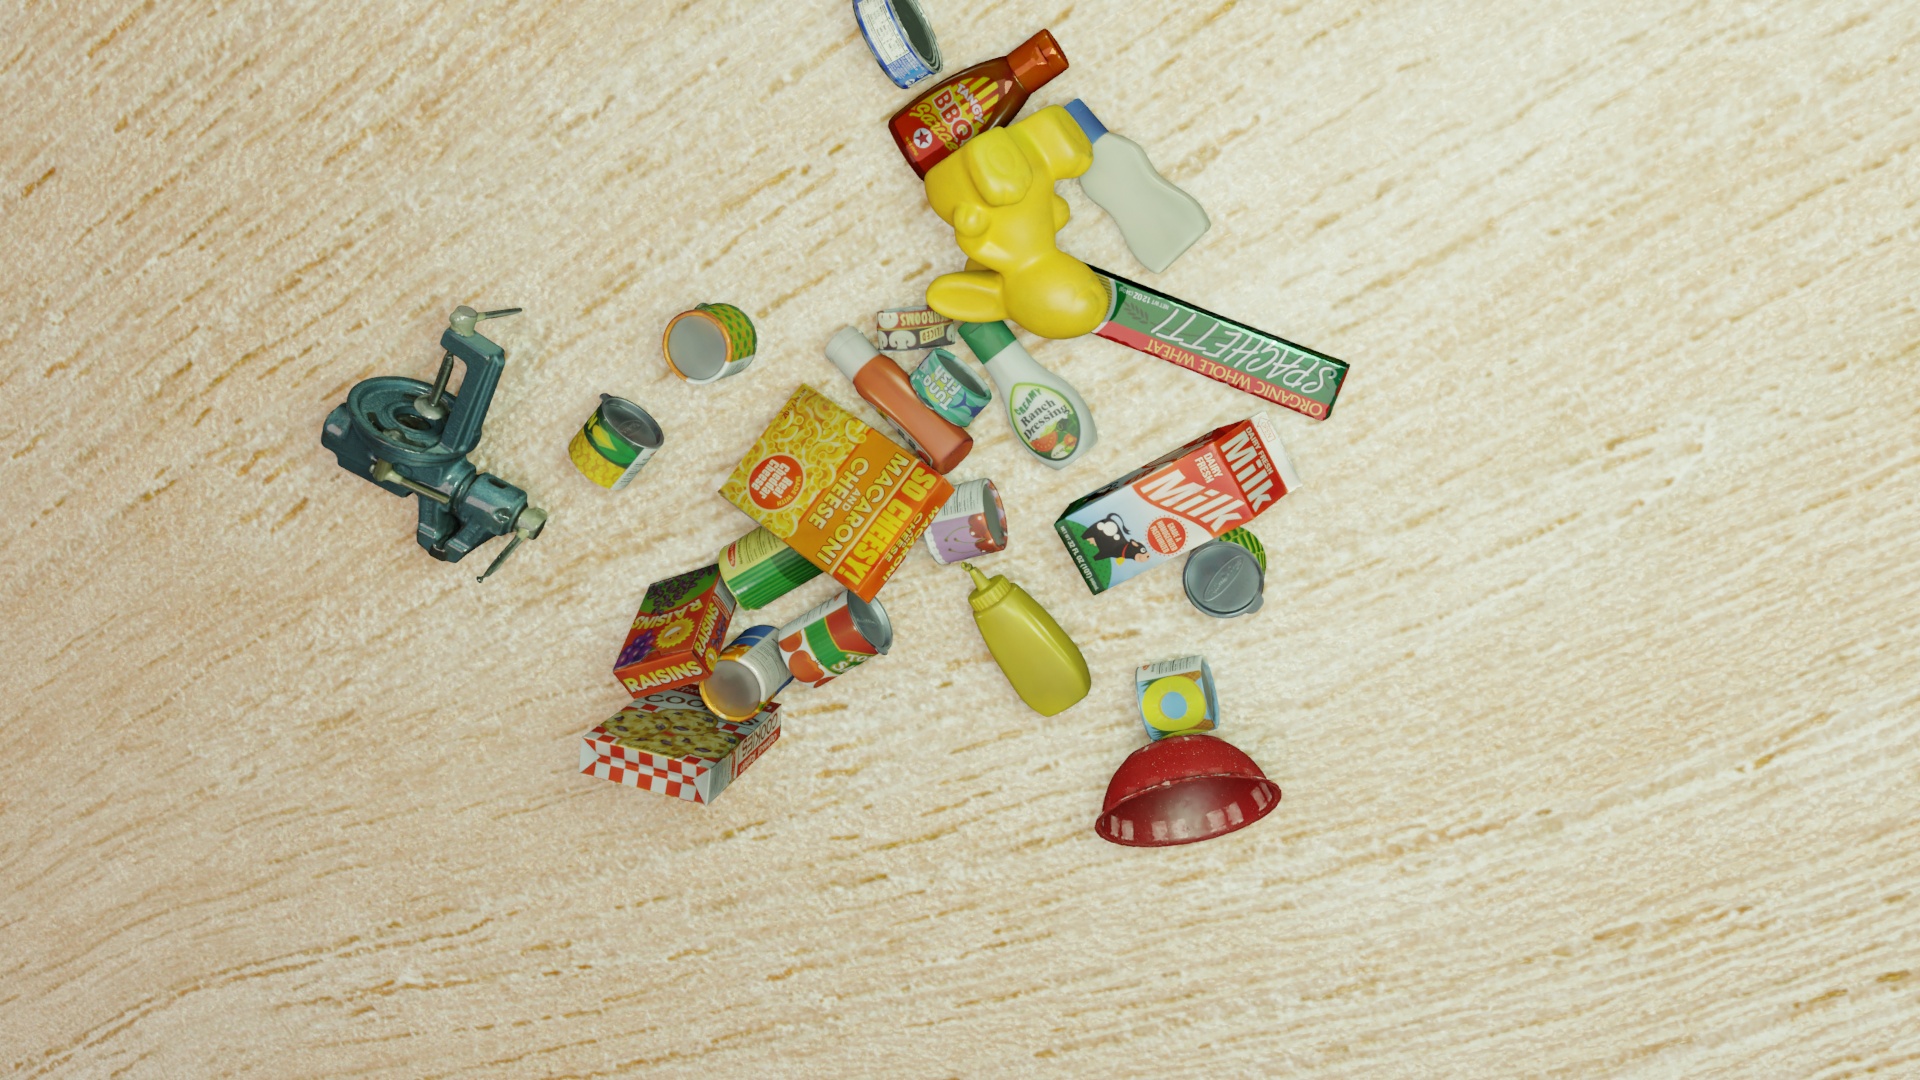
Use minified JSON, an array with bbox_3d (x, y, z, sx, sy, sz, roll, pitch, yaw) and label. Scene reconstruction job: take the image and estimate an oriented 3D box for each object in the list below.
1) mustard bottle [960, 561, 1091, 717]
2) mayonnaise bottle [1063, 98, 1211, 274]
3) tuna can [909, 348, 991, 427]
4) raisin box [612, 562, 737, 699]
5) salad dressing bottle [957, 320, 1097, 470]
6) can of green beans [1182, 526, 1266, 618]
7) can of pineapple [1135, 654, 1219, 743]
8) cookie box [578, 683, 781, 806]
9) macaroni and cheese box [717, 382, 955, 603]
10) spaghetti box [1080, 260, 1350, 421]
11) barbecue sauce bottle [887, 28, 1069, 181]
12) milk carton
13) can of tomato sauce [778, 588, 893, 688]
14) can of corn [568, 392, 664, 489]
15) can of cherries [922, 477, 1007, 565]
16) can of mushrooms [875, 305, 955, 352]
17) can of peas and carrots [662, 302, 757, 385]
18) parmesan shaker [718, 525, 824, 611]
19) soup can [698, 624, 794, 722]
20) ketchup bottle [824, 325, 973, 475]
[{"bbox_3d":[0.051,0.079,1.218,0.065,0.049,0.160,-31,103,19],"label":"mustard bottle"},{"bbox_3d":[0.131,-0.286,1.109,0.064,0.041,0.148,-41,90,25],"label":"mayonnaise bottle"},{"bbox_3d":[-0.009,-0.130,1.173,0.071,0.071,0.032,43,110,0],"label":"tuna can"},{"bbox_3d":[-0.256,0.081,1.267,0.086,0.124,0.040,-16,125,19],"label":"raisin box"},{"bbox_3d":[0.055,-0.129,1.170,0.064,0.044,0.147,-36,93,22],"label":"salad dressing bottle"},{"bbox_3d":[0.221,0.025,1.161,0.071,0.058,0.071,4,106,14],"label":"can of green beans"},{"bbox_3d":[0.188,0.137,1.196,0.058,0.071,0.071,-14,101,18],"label":"can of pineapple"},{"bbox_3d":[-0.252,0.181,1.273,0.123,0.168,0.040,11,105,12],"label":"cookie box"},{"bbox_3d":[-0.106,-0.042,1.188,0.167,0.040,0.124,34,83,24],"label":"macaroni and cheese box"},{"bbox_3d":[0.191,-0.165,1.132,0.250,0.029,0.050,23,110,8],"label":"spaghetti box"},{"bbox_3d":[0.017,-0.354,1.119,0.148,0.044,0.065,-30,94,20],"label":"barbecue sauce bottle"},{"bbox_3d":[0.181,-0.033,1.147,0.190,0.074,0.072,-27,97,20],"label":"milk carton"},{"bbox_3d":[-0.113,0.090,1.264,0.083,0.071,0.071,-30,96,21],"label":"can of tomato sauce"},{"bbox_3d":[-0.317,-0.090,1.269,0.071,0.071,0.058,44,112,0],"label":"can of corn"},{"bbox_3d":[0.004,-0.015,1.206,0.058,0.072,0.071,-14,101,17],"label":"can of cherries"},{"bbox_3d":[-0.037,-0.179,1.168,0.071,0.071,0.033,-1,104,15],"label":"can of mushrooms"},{"bbox_3d":[-0.222,-0.176,1.224,0.071,0.059,0.070,4,106,14],"label":"can of peas and carrots"},{"bbox_3d":[-0.157,0.013,1.253,0.103,0.071,0.071,-28,96,20],"label":"parmesan shaker"},{"bbox_3d":[-0.198,0.124,1.287,0.071,0.084,0.071,4,107,14],"label":"soup can"},{"bbox_3d":[-0.054,-0.122,1.195,0.043,0.064,0.149,-44,81,0],"label":"ketchup bottle"}]
